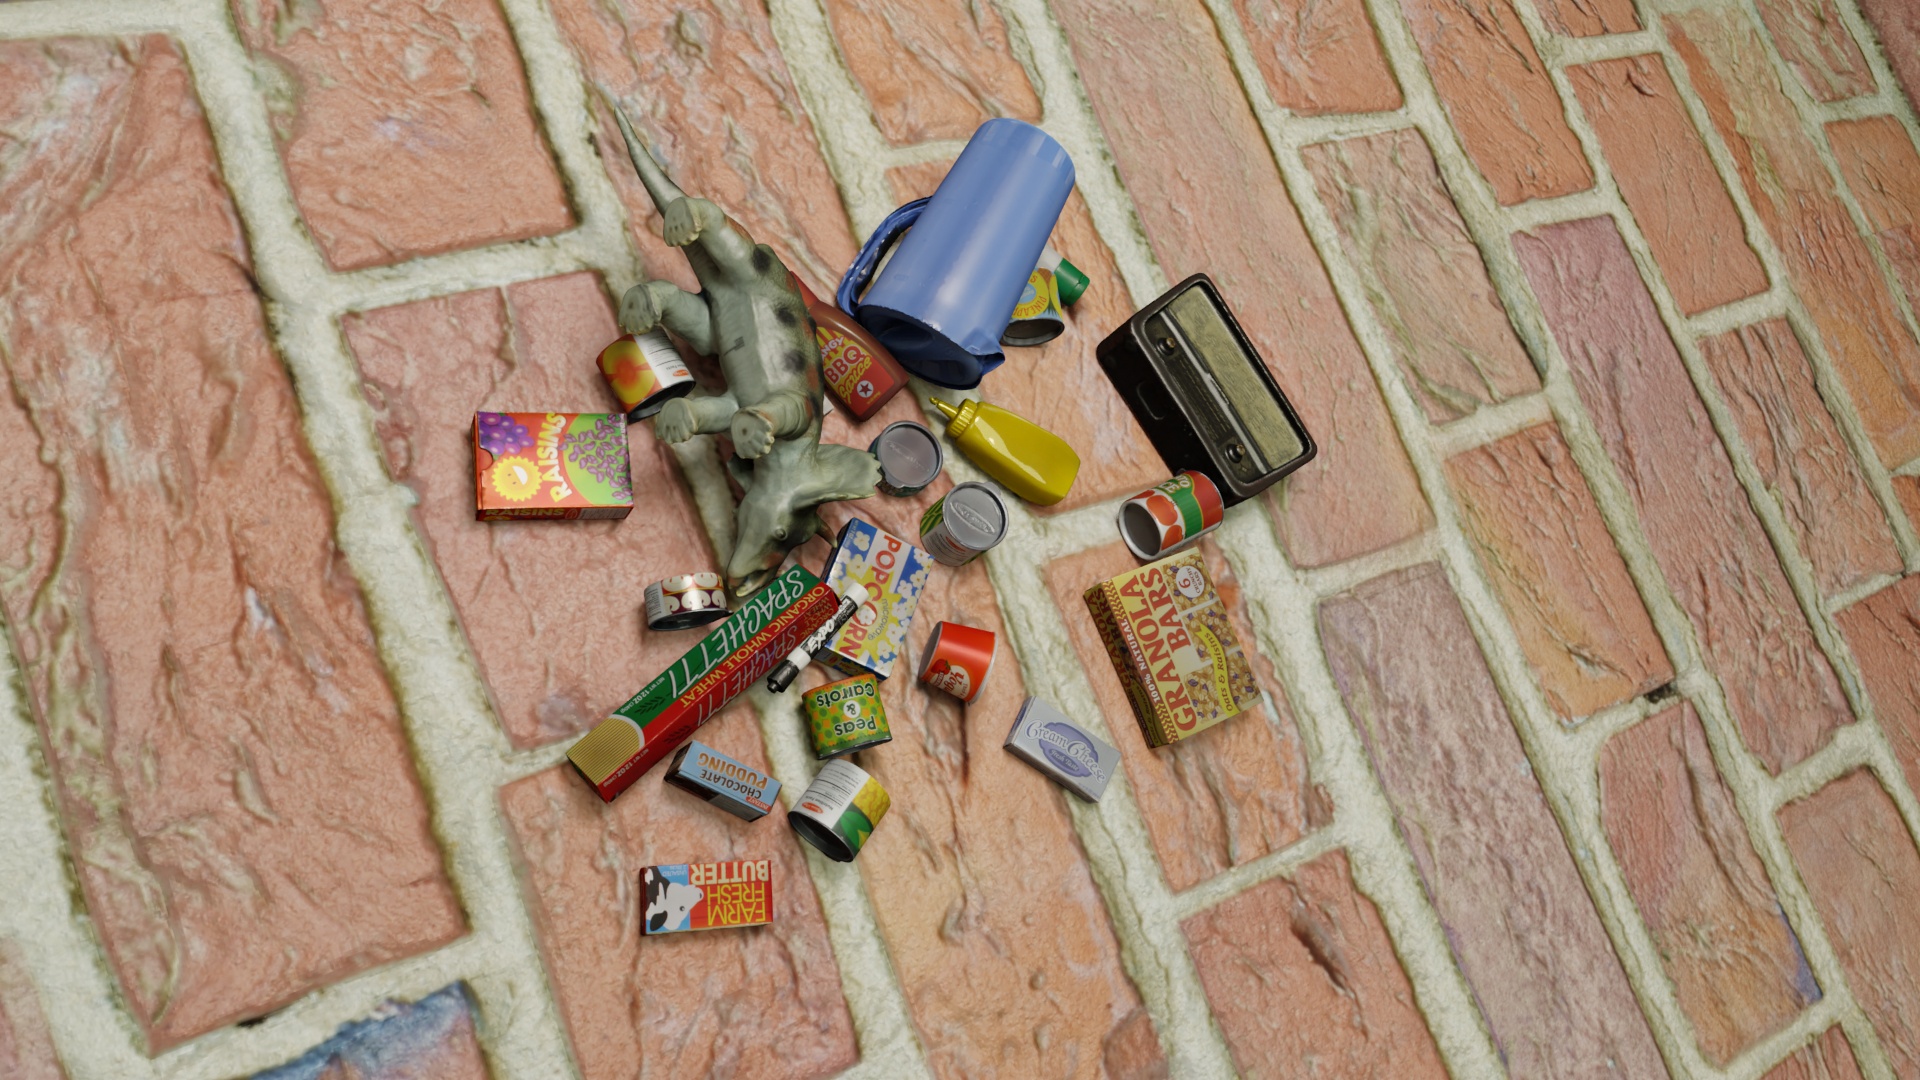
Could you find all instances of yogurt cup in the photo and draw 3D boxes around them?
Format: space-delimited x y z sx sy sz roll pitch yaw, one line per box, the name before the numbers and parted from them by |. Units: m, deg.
yogurt cup | -0.003 0.105 1.238 0.054 0.072 0.072 20 65 -9

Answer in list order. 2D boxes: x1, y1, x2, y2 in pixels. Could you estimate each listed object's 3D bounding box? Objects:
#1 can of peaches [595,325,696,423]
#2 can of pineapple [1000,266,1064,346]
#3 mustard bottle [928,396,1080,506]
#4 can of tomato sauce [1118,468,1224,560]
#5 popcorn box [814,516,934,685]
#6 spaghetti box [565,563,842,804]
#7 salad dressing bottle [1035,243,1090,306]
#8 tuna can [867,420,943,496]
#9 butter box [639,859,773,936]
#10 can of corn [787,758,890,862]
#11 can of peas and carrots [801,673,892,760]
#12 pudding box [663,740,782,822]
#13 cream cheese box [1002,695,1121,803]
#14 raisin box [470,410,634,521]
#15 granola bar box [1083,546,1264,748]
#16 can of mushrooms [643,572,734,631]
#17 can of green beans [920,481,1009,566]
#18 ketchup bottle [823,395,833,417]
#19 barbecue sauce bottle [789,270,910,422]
can of peaches | -0.273 -0.143 1.195 0.071 0.071 0.058 -29 87 -30
can of pineapple | 0.067 -0.233 1.380 0.071 0.070 0.058 -1 73 -25
mustard bottle | 0.037 -0.095 1.332 0.160 0.048 0.065 32 62 -11
can of tomato sauce | 0.207 -0.027 1.377 0.083 0.071 0.071 -25 85 -29
popcorn box | -0.085 0.054 1.230 0.085 0.038 0.127 27 64 -14
spaghetti box | -0.205 0.111 1.130 0.251 0.028 0.050 -41 52 -22
salad dressing bottle | 0.065 -0.297 1.416 0.147 0.043 0.064 37 58 -11
tuna can | -0.053 -0.074 1.291 0.071 0.032 0.071 8 70 -22
butter box | -0.202 0.283 1.106 0.104 0.024 0.053 2 73 -24
can of corn | -0.099 0.225 1.152 0.071 0.071 0.058 41 61 -7
can of peas and carrots | -0.096 0.149 1.174 0.071 0.070 0.059 -11 78 -27
pudding box | -0.193 0.196 1.125 0.083 0.049 0.030 29 62 -14
cream cheese box | 0.094 0.193 1.275 0.104 0.024 0.053 35 62 -11
raisin box | -0.338 -0.061 1.150 0.123 0.040 0.086 -1 74 -25
granola bar box | 0.207 0.103 1.349 0.124 0.039 0.165 -18 82 -29
can of mushrooms | -0.225 0.051 1.150 0.071 0.070 0.033 -7 75 -27
can of green beans | 0.003 -0.015 1.283 0.071 0.057 0.071 8 70 -22
ketchup bottle | -0.175 -0.166 1.259 0.149 0.043 0.065 50 51 -3
barbecue sauce bottle | -0.118 -0.182 1.280 0.148 0.064 0.044 47 22 -5
